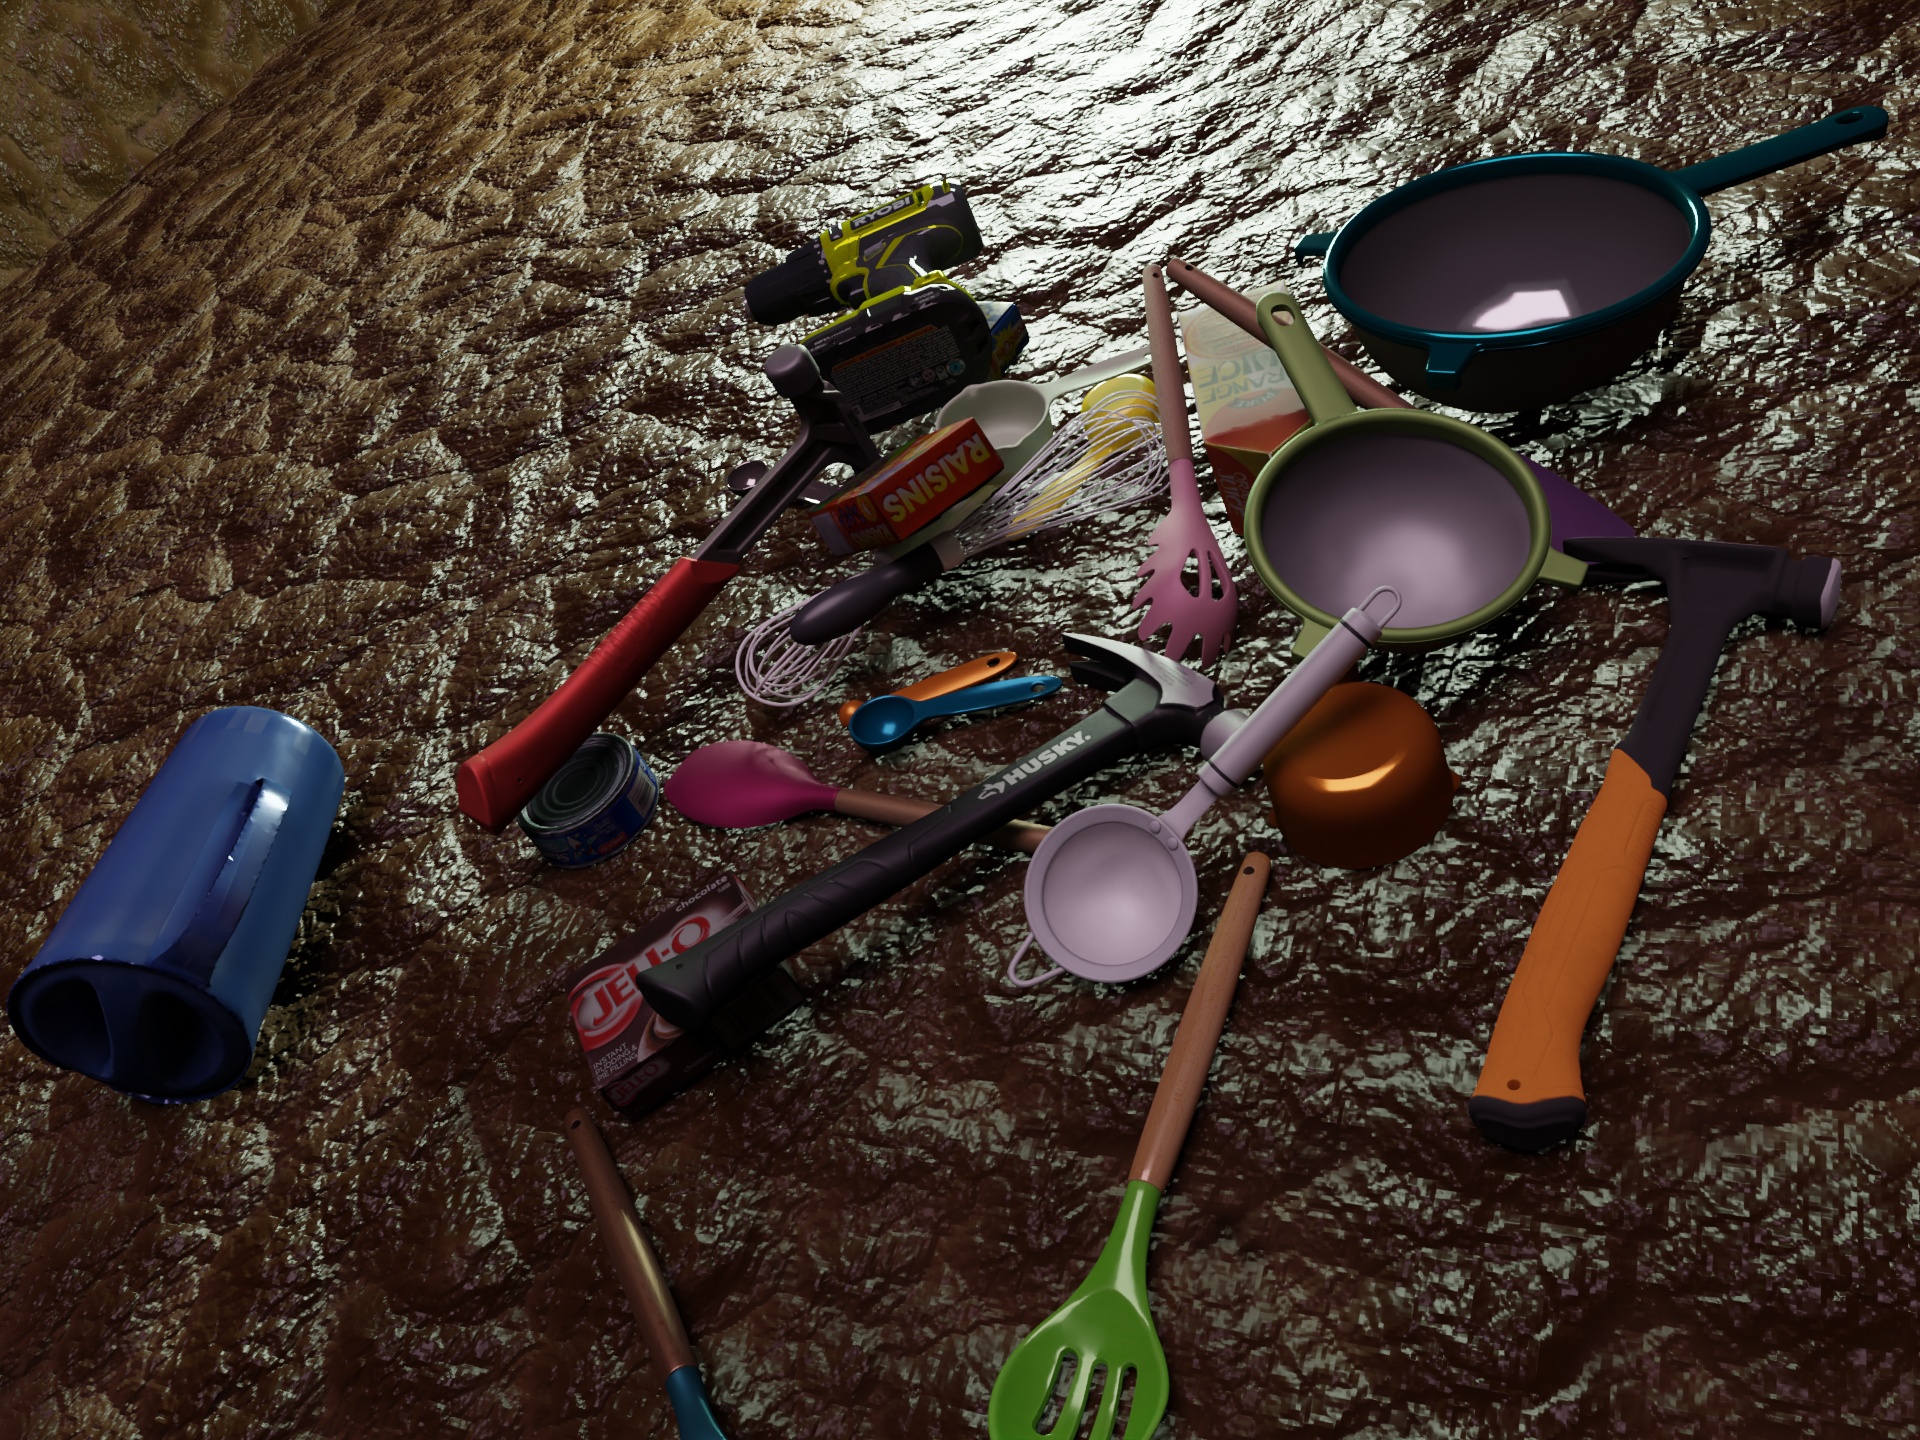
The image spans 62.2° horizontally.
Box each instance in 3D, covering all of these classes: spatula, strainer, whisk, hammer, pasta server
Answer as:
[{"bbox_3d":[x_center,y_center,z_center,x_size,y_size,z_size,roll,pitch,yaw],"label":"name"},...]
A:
[{"bbox_3d":[0.236,-0.180,0.901,0.060,0.018,0.316,-37,64,-23],"label":"spatula"},{"bbox_3d":[0.386,-0.267,0.944,0.340,0.095,0.211,-20,41,-2],"label":"strainer"},{"bbox_3d":[-0.052,-0.095,1.038,0.059,0.057,0.246,40,66,11],"label":"whisk"},{"bbox_3d":[0.119,0.035,0.761,0.258,0.050,0.087,-48,66,11],"label":"strainer"},{"bbox_3d":[-0.177,-0.067,1.005,0.037,0.149,0.359,19,62,41],"label":"hammer"},{"bbox_3d":[-0.128,0.280,0.707,0.082,0.044,0.318,-35,37,-8],"label":"spatula"},{"bbox_3d":[0.291,0.040,0.717,0.127,0.034,0.337,11,54,35],"label":"hammer"},{"bbox_3d":[0.128,-0.167,0.962,0.060,0.040,0.317,8,52,-13],"label":"pasta server"},{"bbox_3d":[0.019,-0.120,0.993,0.284,0.070,0.070,-31,41,-10],"label":"whisk"},{"bbox_3d":[0.212,-0.127,0.859,0.151,0.069,0.257,-17,55,0],"label":"strainer"},{"bbox_3d":[-0.015,0.058,0.826,0.335,0.035,0.146,-30,37,-16],"label":"hammer"}]

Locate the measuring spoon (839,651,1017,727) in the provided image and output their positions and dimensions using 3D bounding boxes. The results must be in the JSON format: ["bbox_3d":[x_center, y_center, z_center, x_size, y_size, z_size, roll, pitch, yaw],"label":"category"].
[{"bbox_3d":[-0.021,-0.022,0.965,0.117,0.011,0.021,-19,42,9],"label":"measuring spoon"}]

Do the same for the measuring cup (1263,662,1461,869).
[{"bbox_3d":[0.193,-0.008,0.804,0.095,0.052,0.174,-13,45,16],"label":"measuring cup"}]

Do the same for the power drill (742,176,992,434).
[{"bbox_3d":[-0.070,-0.306,1.176,0.190,0.080,0.229,-21,40,9],"label":"power drill"}]

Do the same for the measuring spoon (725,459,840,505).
[{"bbox_3d":[-0.122,-0.167,1.171,0.124,0.018,0.034,19,58,32],"label":"measuring spoon"}]

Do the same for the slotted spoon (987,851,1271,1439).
[{"bbox_3d":[0.090,0.181,0.688,0.070,0.031,0.314,2,47,30],"label":"slotted spoon"}]

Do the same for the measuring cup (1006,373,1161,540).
[{"bbox_3d":[0.078,-0.177,1.057,0.062,0.029,0.156,22,59,41],"label":"measuring cup"}]

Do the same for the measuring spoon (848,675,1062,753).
[{"bbox_3d":[-0.001,-0.003,0.937,0.128,0.021,0.042,-12,41,4],"label":"measuring spoon"}]

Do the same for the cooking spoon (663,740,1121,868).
[{"bbox_3d":[-0.047,0.049,0.901,0.319,0.017,0.069,9,48,34],"label":"cooking spoon"}]

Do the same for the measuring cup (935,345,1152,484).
[{"bbox_3d":[0.065,-0.206,1.059,0.167,0.038,0.083,-23,45,-8],"label":"measuring cup"}]
